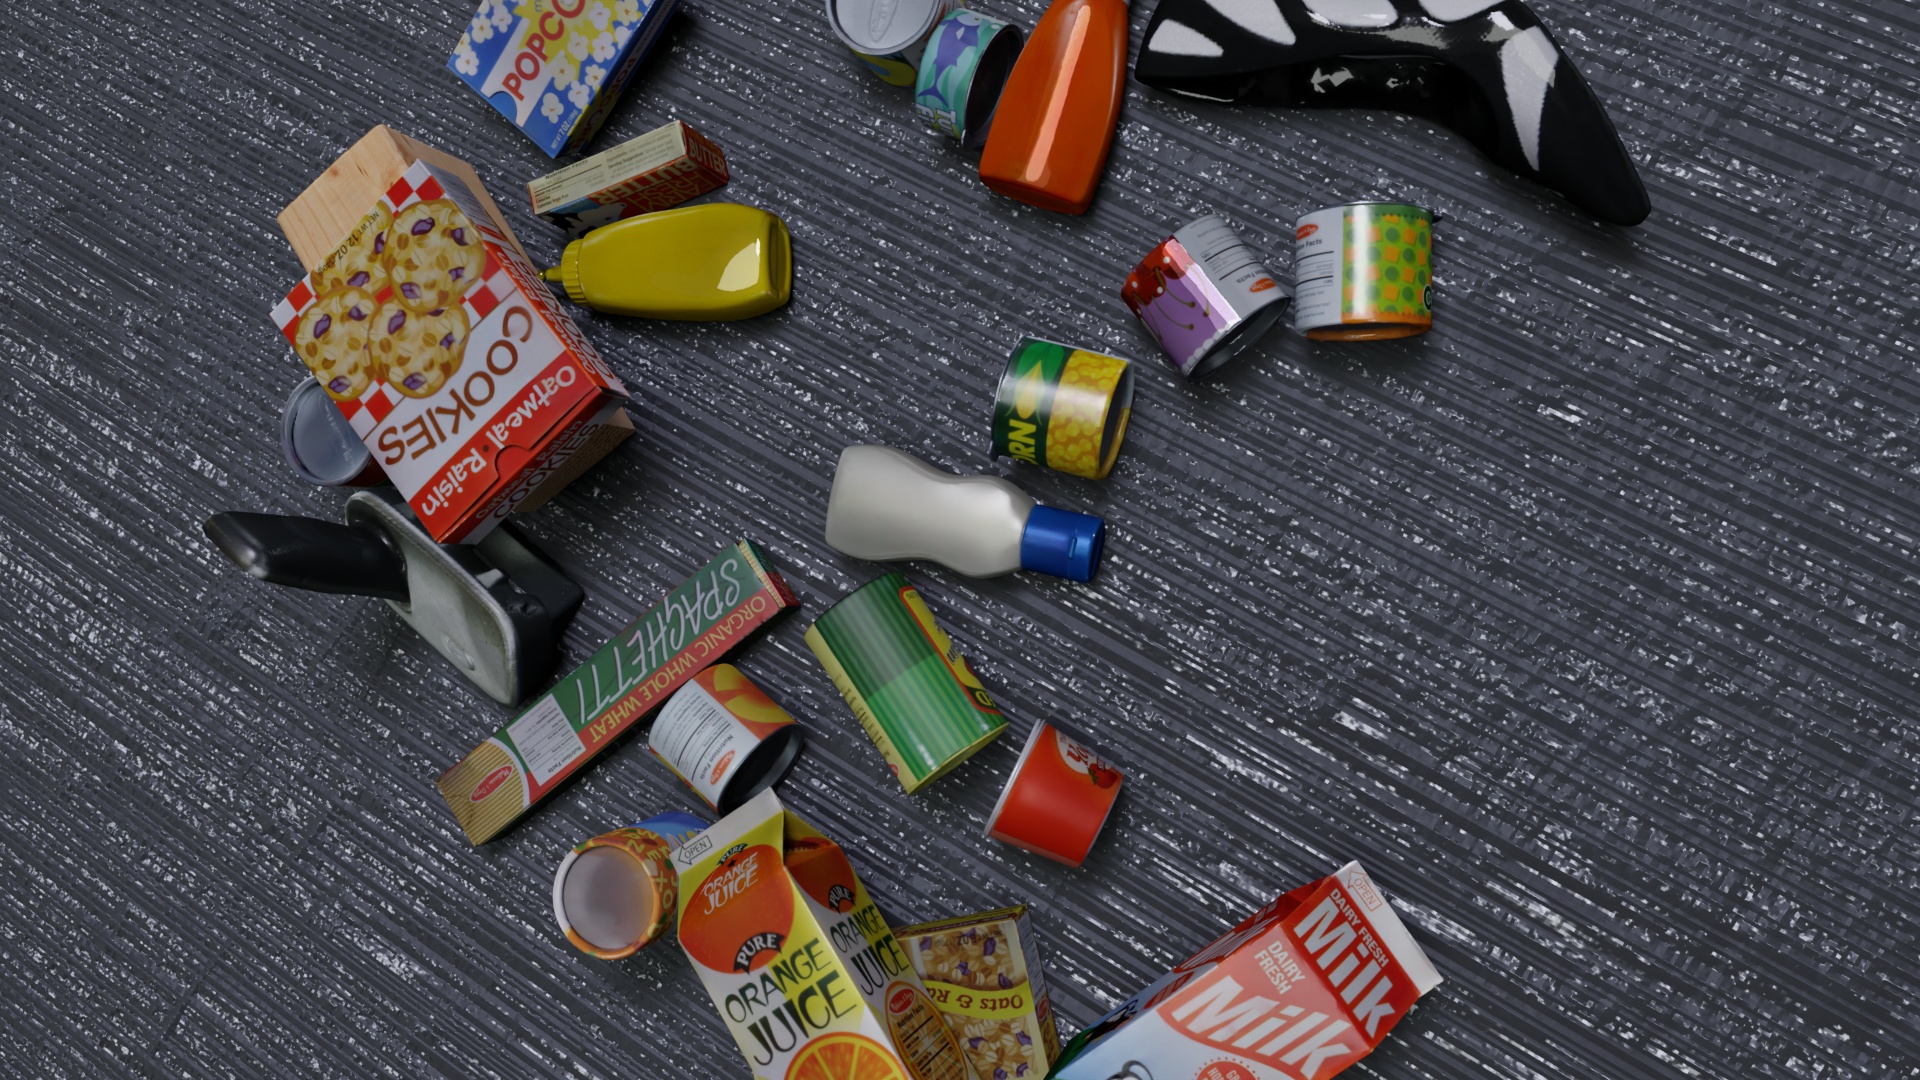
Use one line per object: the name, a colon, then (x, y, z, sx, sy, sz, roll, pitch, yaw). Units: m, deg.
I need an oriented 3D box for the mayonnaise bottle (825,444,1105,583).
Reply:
mayonnaise bottle: (0.003, -0.009, 0.755, 0.148, 0.041, 0.064, 13, 94, 15)

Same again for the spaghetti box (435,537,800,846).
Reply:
spaghetti box: (-0.202, 0.091, 0.816, 0.249, 0.029, 0.050, -37, 79, 12)

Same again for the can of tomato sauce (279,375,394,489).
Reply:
can of tomato sauce: (-0.350, -0.064, 0.835, 0.071, 0.083, 0.071, 0, 89, 16)

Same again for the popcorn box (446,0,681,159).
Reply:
popcorn box: (-0.227, -0.299, 0.804, 0.085, 0.038, 0.126, 41, 115, -3)

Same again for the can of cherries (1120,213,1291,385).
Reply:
can of cherries: (0.123, -0.122, 0.710, 0.071, 0.071, 0.058, -39, 79, 12)

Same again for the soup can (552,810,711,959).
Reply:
soup can: (-0.175, 0.192, 0.777, 0.071, 0.084, 0.071, 0, 89, 16)

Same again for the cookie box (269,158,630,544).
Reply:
cookie box: (-0.274, -0.099, 0.741, 0.123, 0.040, 0.167, -41, 79, 10)

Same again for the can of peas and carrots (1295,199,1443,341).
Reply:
can of peas and carrots: (0.202, -0.132, 0.688, 0.071, 0.071, 0.058, 1, 90, 16)

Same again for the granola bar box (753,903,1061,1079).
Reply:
granola bar box: (-0.031, 0.276, 0.757, 0.165, 0.039, 0.124, -14, 84, 15)

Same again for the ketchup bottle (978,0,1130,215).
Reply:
ketchup bottle: (0.061, -0.254, 0.742, 0.065, 0.043, 0.148, 19, 94, 9)

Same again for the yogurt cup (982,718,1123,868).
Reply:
yogurt cup: (0.050, 0.135, 0.726, 0.054, 0.072, 0.072, 26, 96, 7)

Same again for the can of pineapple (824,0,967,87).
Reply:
can of pineapple: (-0.035, -0.291, 0.763, 0.071, 0.058, 0.071, 0, 88, 16)

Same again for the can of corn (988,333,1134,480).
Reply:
can of corn: (0.054, -0.067, 0.727, 0.058, 0.071, 0.071, 16, 93, 15)

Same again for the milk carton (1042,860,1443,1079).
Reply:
milk carton: (0.139, 0.241, 0.691, 0.190, 0.073, 0.072, -38, 79, 12)

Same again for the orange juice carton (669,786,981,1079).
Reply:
orange juice carton: (-0.075, 0.226, 0.712, 0.071, 0.073, 0.193, -36, 78, 12)

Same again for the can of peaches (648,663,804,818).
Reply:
can of peaches: (-0.129, 0.111, 0.776, 0.058, 0.071, 0.071, 37, 99, 19)

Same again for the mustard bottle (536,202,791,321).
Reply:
mustard bottle: (-0.178, -0.159, 0.806, 0.160, 0.049, 0.065, 1, 89, 17)

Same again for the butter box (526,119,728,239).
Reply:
butter box: (-0.193, -0.208, 0.809, 0.103, 0.053, 0.024, -17, 82, 14)

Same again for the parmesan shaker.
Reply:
parmesan shaker: (-0.029, 0.075, 0.745, 0.071, 0.071, 0.103, -37, 79, 12)

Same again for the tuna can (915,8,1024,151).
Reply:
tuna can: (0.004, -0.246, 0.746, 0.033, 0.071, 0.071, 25, 96, 16)
